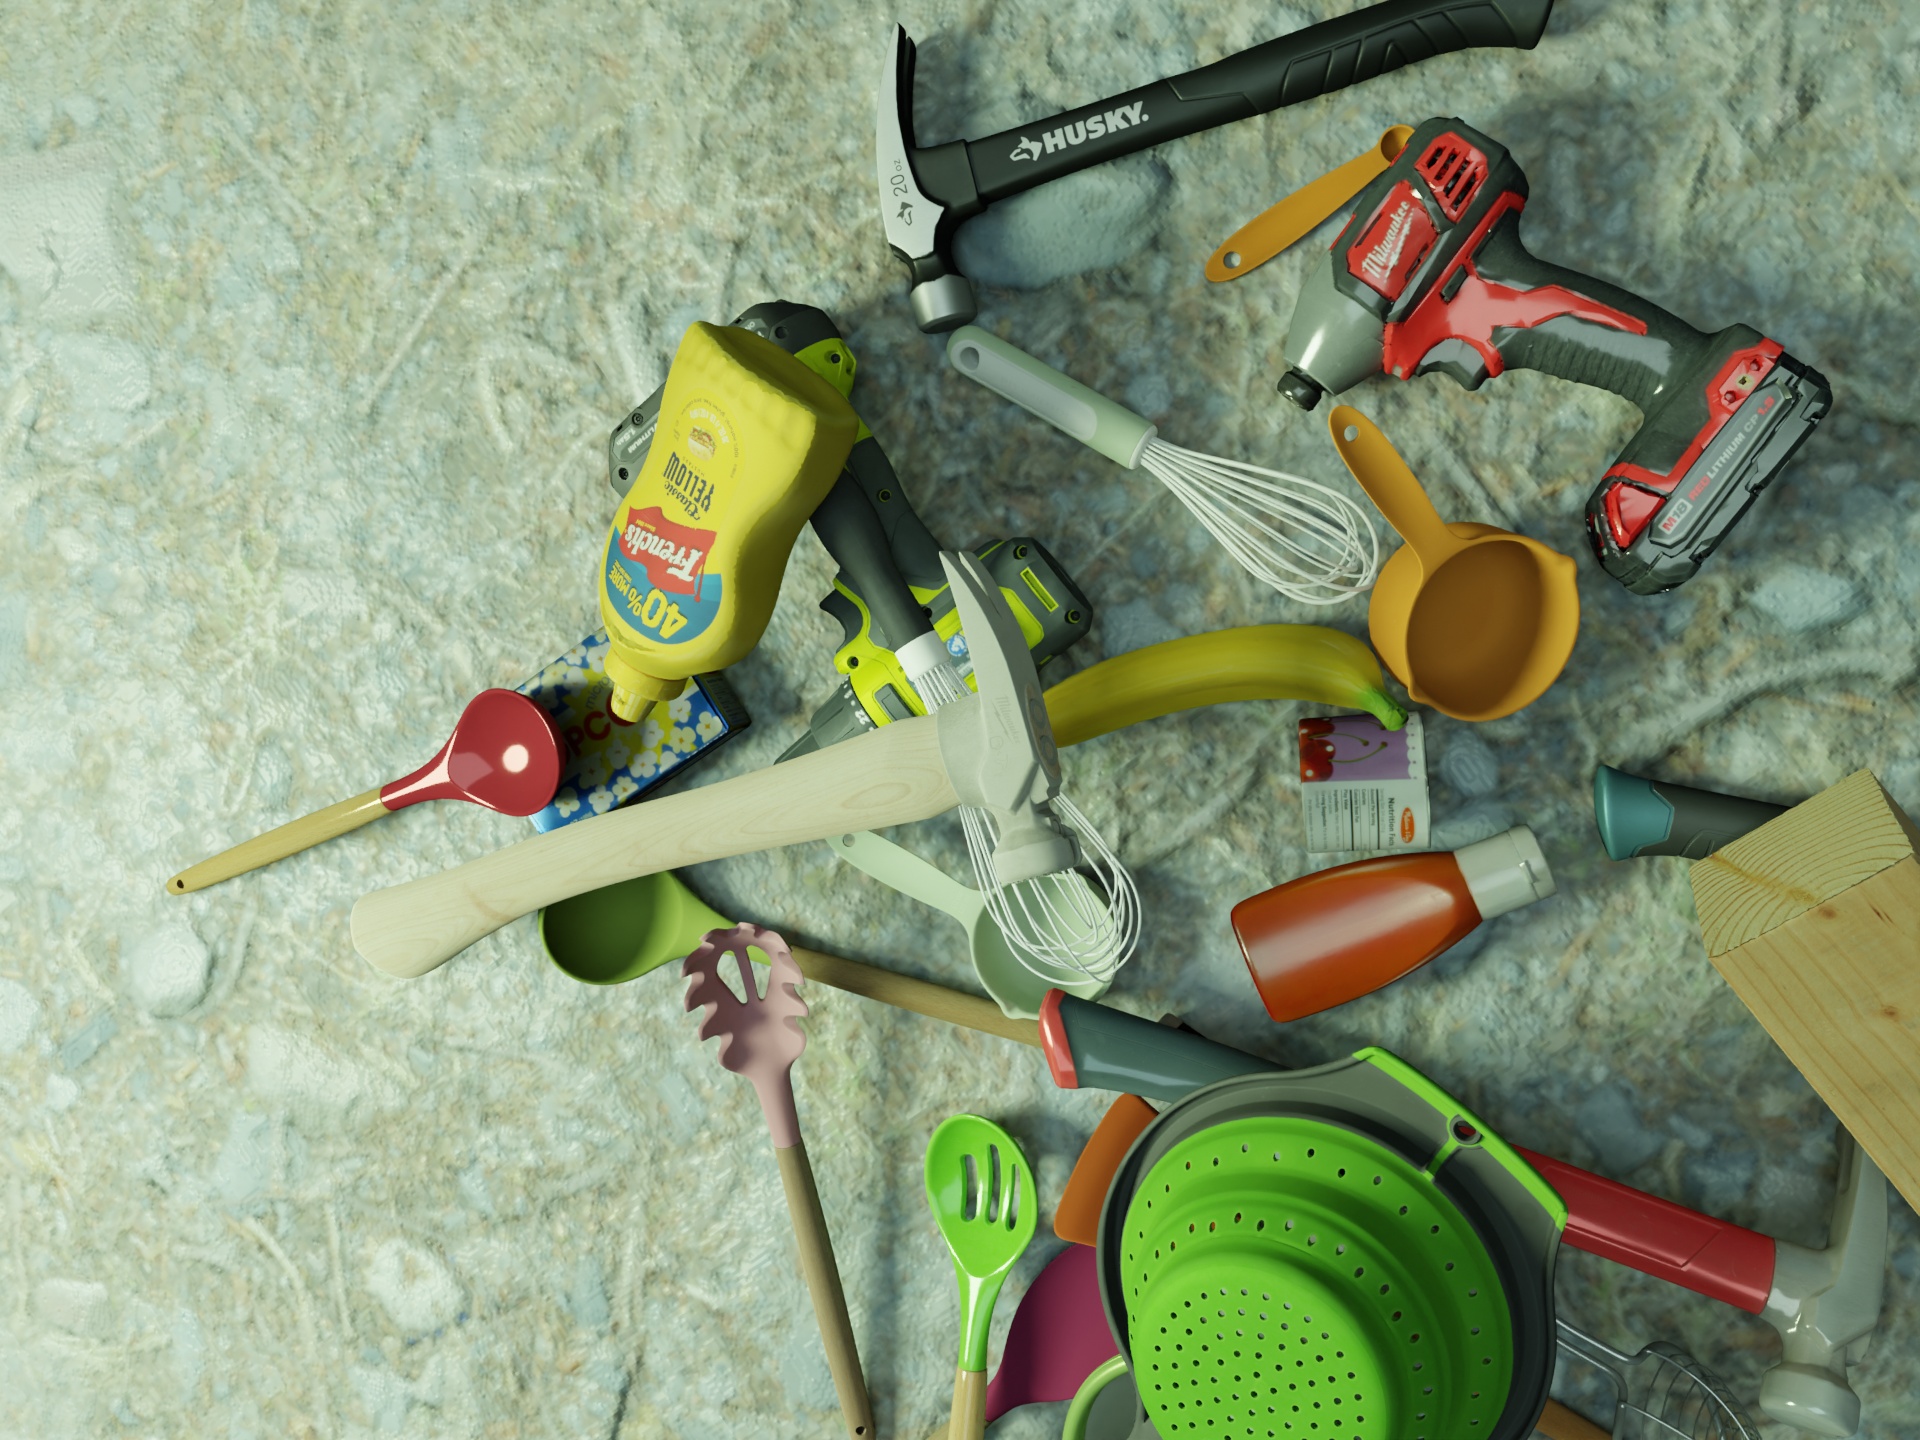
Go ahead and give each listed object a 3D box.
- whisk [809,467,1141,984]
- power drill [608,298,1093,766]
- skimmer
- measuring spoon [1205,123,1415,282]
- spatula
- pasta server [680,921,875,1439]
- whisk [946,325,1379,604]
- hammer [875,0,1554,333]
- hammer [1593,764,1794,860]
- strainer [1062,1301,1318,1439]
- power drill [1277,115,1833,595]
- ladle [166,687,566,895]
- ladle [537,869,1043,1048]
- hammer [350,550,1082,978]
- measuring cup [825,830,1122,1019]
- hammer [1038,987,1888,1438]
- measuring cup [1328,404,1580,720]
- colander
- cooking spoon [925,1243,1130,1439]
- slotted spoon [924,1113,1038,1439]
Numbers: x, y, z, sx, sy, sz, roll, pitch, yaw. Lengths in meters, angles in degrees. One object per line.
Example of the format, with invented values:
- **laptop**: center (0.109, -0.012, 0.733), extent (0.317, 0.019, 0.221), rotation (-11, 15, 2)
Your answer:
- **whisk**: center (-0.002, -0.002, 0.743), extent (0.070, 0.070, 0.284), rotation (-31, 87, 13)
- **power drill**: center (-0.071, -0.076, 0.809), extent (0.190, 0.080, 0.228), rotation (-39, 88, 12)
- **skimmer**: center (0.230, 0.280, 0.770), extent (0.363, 0.127, 0.090), rotation (36, 130, 20)
- **measuring spoon**: center (0.170, -0.249, 0.774), extent (0.117, 0.011, 0.021), rotation (-32, 88, 17)
- **spatula**: center (0.202, 0.296, 0.791), extent (0.322, 0.041, 0.081), rotation (28, 84, 8)
- **pasta server**: center (-0.084, 0.247, 0.829), extent (0.060, 0.040, 0.316), rotation (-13, 103, -3)
- **whisk**: center (0.096, -0.130, 0.782), extent (0.246, 0.059, 0.057), rotation (32, 128, 13)
- **hammer**: center (0.117, -0.306, 0.768), extent (0.335, 0.035, 0.146), rotation (-14, 92, 14)
- **hammer**: center (0.457, 0.073, 0.719), extent (0.331, 0.033, 0.128), rotation (11, 98, 12)
- **strainer**: center (0.104, 0.408, 0.817), extent (0.151, 0.069, 0.256), rotation (44, 118, 15)
- **power drill**: center (0.259, -0.159, 0.727), extent (0.220, 0.078, 0.143), rotation (39, 101, 11)
- **ladle**: center (-0.334, 0.052, 0.880), extent (0.315, 0.031, 0.069), rotation (-20, 92, 25)
- **ladle**: center (-0.069, 0.135, 0.835), extent (0.320, 0.062, 0.078), rotation (15, 100, 9)
- **hammer**: center (-0.144, 0.046, 0.768), extent (0.410, 0.038, 0.146), rotation (-17, 86, 26)
- **measuring cup**: center (0.006, 0.092, 0.823), extent (0.167, 0.038, 0.083), rotation (27, 100, 12)
- **hammer**: center (0.225, 0.190, 0.746), extent (0.386, 0.038, 0.143), rotation (18, 64, 12)
- **measuring cup**: center (0.208, -0.078, 0.725), extent (0.095, 0.052, 0.173), rotation (-41, 110, 3)
- **colander**: center (0.099, 0.325, 0.709), extent (0.205, 0.094, 0.397), rotation (40, 115, 17)
- **cooking spoon**: center (-0.005, 0.387, 0.857), extent (0.319, 0.017, 0.069), rotation (-45, 80, 12)
- **slotted spoon**: center (0.002, 0.361, 0.827), extent (0.070, 0.031, 0.314), rotation (3, 87, 33)
